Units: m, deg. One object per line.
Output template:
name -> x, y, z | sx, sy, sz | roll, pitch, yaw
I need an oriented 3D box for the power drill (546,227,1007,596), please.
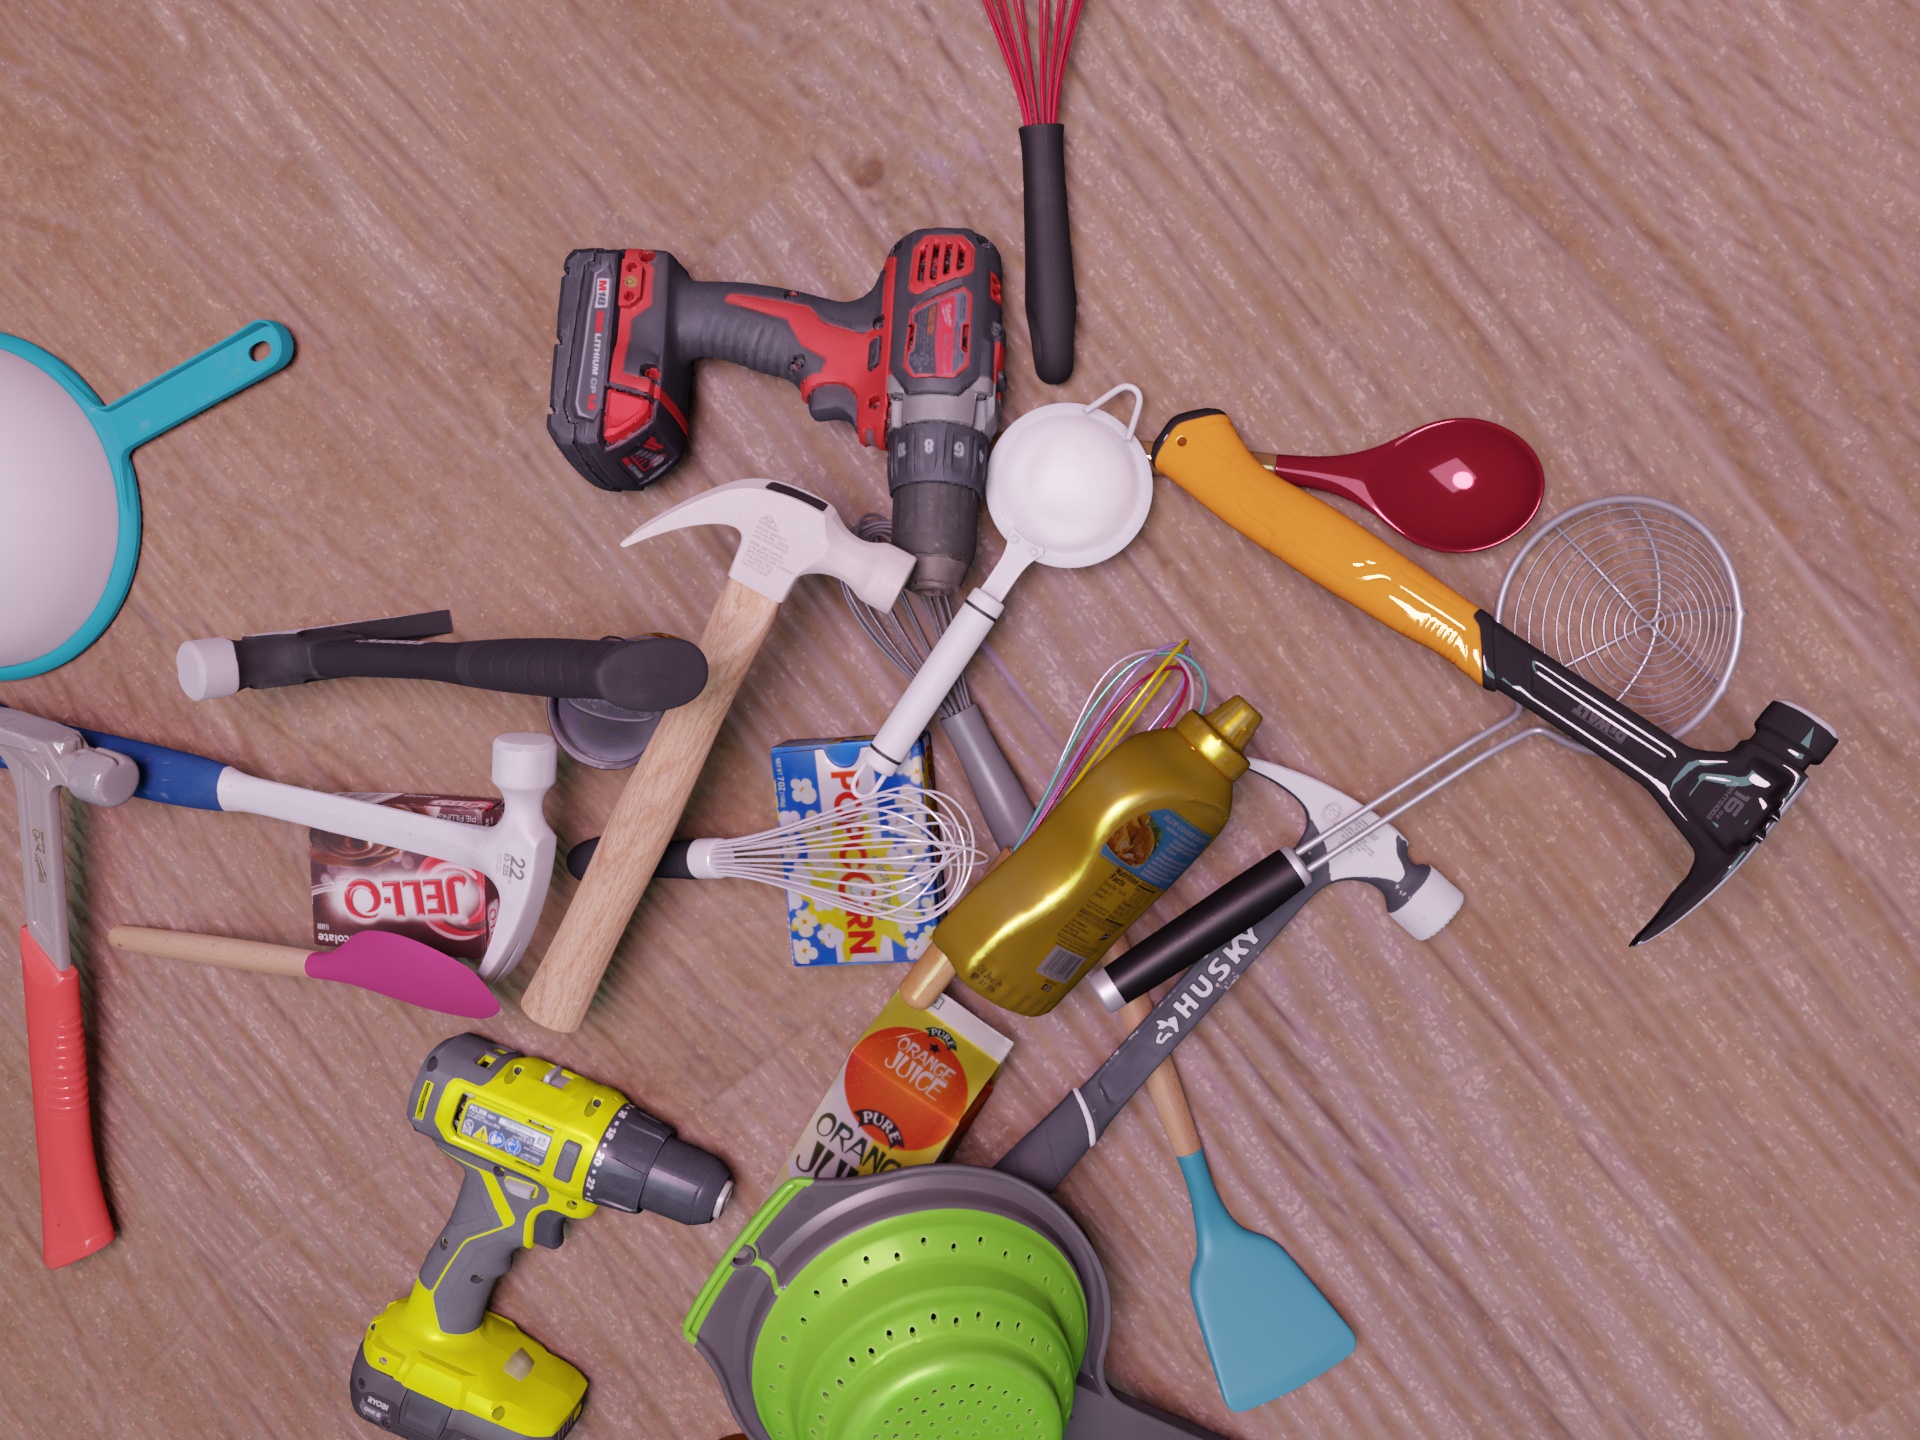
power drill -> -0.090, -0.158, 0.819 | 0.226, 0.080, 0.188 | 1, 80, 7

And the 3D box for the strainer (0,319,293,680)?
strainer -> -0.540, -0.147, 0.905 | 0.340, 0.095, 0.211 | -23, 94, 13

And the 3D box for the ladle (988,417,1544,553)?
ladle -> 0.138, -0.133, 0.831 | 0.315, 0.031, 0.069 | 7, 89, 10

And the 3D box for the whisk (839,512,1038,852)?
whisk -> -0.001, -0.003, 0.865 | 0.055, 0.055, 0.239 | -25, 97, 12

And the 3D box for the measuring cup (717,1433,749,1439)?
measuring cup -> -0.095, 0.505, 0.952 | 0.173, 0.052, 0.095 | 32, 102, 6

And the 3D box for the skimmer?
skimmer -> 0.212, 0.027, 0.784 | 0.363, 0.090, 0.127 | -34, 58, 2

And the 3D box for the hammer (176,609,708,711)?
hammer -> -0.243, -0.029, 0.786 | 0.335, 0.146, 0.035 | 4, 102, 41

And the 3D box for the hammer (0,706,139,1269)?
hammer -> -0.554, 0.169, 0.960 | 0.149, 0.037, 0.359 | 13, 110, 18

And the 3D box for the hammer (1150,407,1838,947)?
hammer -> 0.223, -0.040, 0.754 | 0.337, 0.034, 0.127 | 39, 95, 20

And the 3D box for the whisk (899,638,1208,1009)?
whisk -> 0.047, 0.056, 0.842 | 0.051, 0.047, 0.245 | 34, 100, -18

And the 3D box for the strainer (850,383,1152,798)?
strainer -> 0.018, -0.066, 0.818 | 0.087, 0.050, 0.258 | 34, 96, 3

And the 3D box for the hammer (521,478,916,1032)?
hammer -> -0.153, 0.026, 0.813 | 0.130, 0.031, 0.331 | 28, 111, -3

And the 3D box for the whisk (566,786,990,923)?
whisk -> -0.110, 0.073, 0.850 | 0.285, 0.070, 0.070 | -5, 99, 33

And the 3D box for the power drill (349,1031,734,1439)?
power drill -> -0.251, 0.318, 0.940 | 0.190, 0.080, 0.228 | 21, 99, 6

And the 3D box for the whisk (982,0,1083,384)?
whisk -> 0.040, -0.321, 0.804 | 0.073, 0.073, 0.295 | -2, 103, 10

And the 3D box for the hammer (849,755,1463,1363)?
hammer -> 0.076, 0.193, 0.849 | 0.149, 0.036, 0.409 | 43, 91, 4

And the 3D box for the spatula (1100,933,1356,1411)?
spatula -> 0.123, 0.215, 0.878 | 0.082, 0.044, 0.317 | -22, 93, -13

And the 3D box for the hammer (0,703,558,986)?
hammer -> -0.411, 0.047, 0.910 | 0.405, 0.035, 0.144 | 10, 102, 18

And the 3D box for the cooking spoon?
cooking spoon -> -0.386, 0.138, 0.909 | 0.319, 0.017, 0.068 | 2, 134, 30

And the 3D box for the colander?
colander -> 0.051, 0.372, 0.817 | 0.396, 0.095, 0.204 | 32, 99, -21
